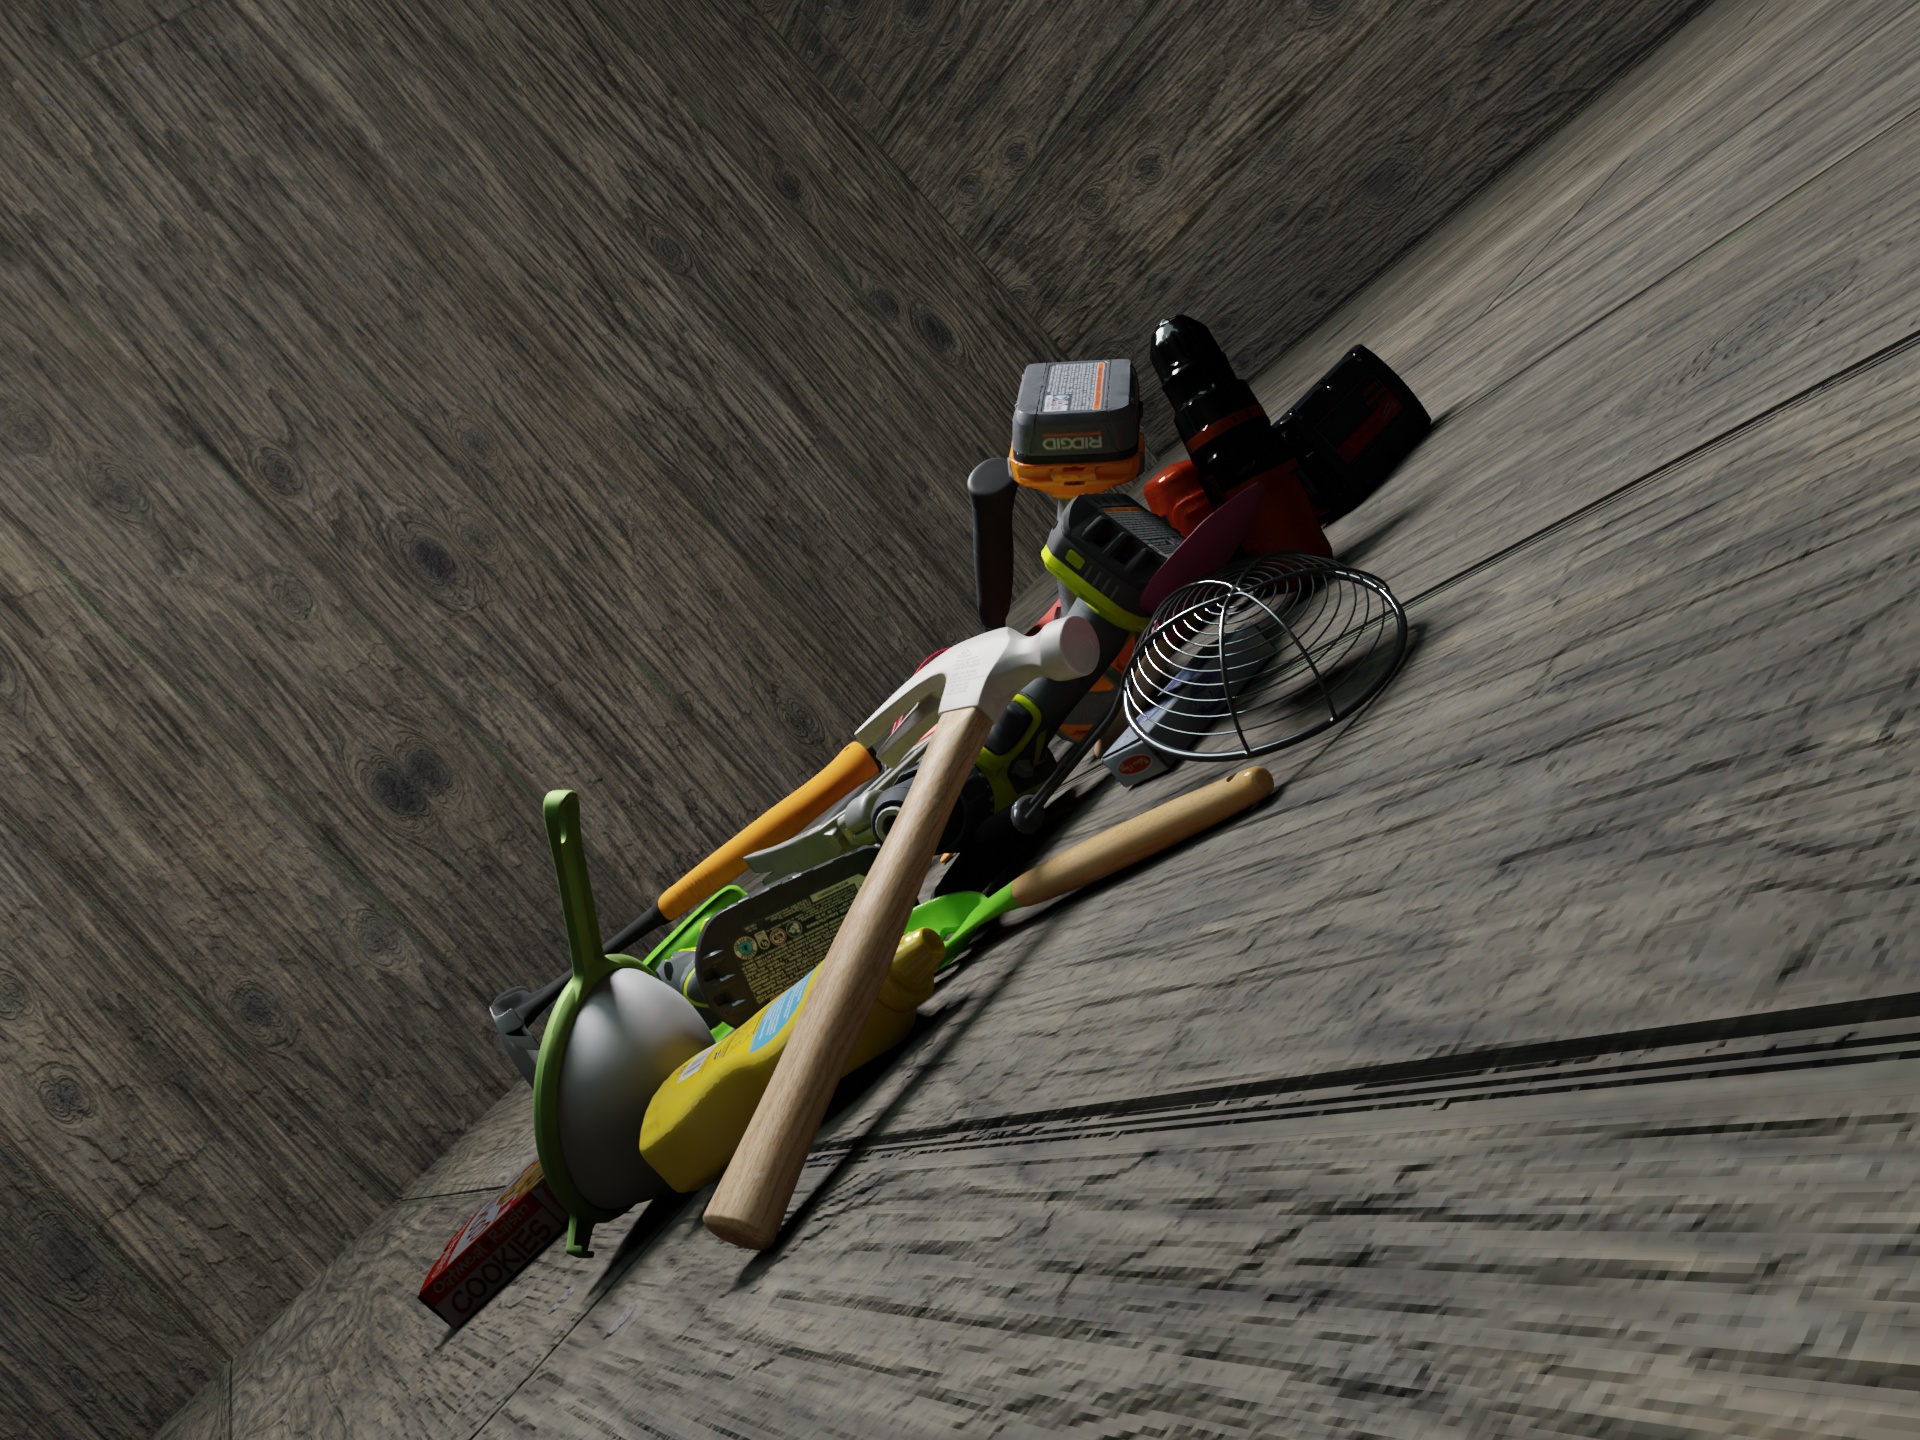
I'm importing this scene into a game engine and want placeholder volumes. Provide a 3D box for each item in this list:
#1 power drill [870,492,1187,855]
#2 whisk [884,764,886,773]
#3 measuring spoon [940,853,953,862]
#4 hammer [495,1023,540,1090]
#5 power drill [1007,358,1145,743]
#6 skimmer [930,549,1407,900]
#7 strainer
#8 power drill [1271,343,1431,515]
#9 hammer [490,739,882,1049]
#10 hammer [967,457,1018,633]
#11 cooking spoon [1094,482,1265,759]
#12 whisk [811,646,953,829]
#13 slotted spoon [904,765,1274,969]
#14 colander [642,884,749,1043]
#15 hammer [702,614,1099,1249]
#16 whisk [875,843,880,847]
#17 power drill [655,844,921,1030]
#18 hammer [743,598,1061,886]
[{"bbox_3d":[0.043,-0.017,0.926,0.228,0.080,0.190,-56,-14,19],"label":"power drill"},{"bbox_3d":[0.063,-0.019,1.230,0.284,0.070,0.070,-33,3,-10],"label":"whisk"},{"bbox_3d":[0.020,0.068,1.190,0.117,0.011,0.021,-50,7,-35],"label":"measuring spoon"},{"bbox_3d":[-0.222,0.195,1.371,0.038,0.143,0.386,-34,5,45],"label":"hammer"},{"bbox_3d":[0.083,-0.120,1.062,0.084,0.226,0.164,-1,29,8],"label":"power drill"},{"bbox_3d":[0.082,0.036,0.804,0.127,0.090,0.363,-60,4,-38],"label":"skimmer"},{"bbox_3d":[-0.180,0.159,0.890,0.069,0.256,0.151,-1,18,18],"label":"strainer"},{"bbox_3d":[0.245,-0.183,1.195,0.143,0.078,0.219,-44,2,-24],"label":"power drill"},{"bbox_3d":[-0.192,0.120,1.158,0.337,0.034,0.127,-37,9,-19],"label":"hammer"},{"bbox_3d":[0.023,-0.072,1.229,0.149,0.036,0.408,-53,-16,-20],"label":"hammer"},{"bbox_3d":[0.105,-0.038,0.844,0.069,0.017,0.318,-36,-13,-17],"label":"cooking spoon"},{"bbox_3d":[-0.056,0.032,1.369,0.073,0.073,0.296,-37,11,51],"label":"whisk"},{"bbox_3d":[0.044,0.078,0.768,0.070,0.031,0.313,-46,7,-37],"label":"slotted spoon"},{"bbox_3d":[-0.164,0.168,1.273,0.204,0.094,0.397,-41,5,20],"label":"colander"},{"bbox_3d":[-0.038,0.087,0.748,0.130,0.031,0.331,-13,42,43],"label":"hammer"},{"bbox_3d":[-0.032,0.076,1.355,0.051,0.047,0.245,-44,8,-28],"label":"whisk"},{"bbox_3d":[-0.101,0.141,1.011,0.171,0.080,0.223,-24,-4,-16],"label":"power drill"},{"bbox_3d":[-0.002,-0.004,1.133,0.149,0.036,0.359,-27,12,48],"label":"hammer"}]
